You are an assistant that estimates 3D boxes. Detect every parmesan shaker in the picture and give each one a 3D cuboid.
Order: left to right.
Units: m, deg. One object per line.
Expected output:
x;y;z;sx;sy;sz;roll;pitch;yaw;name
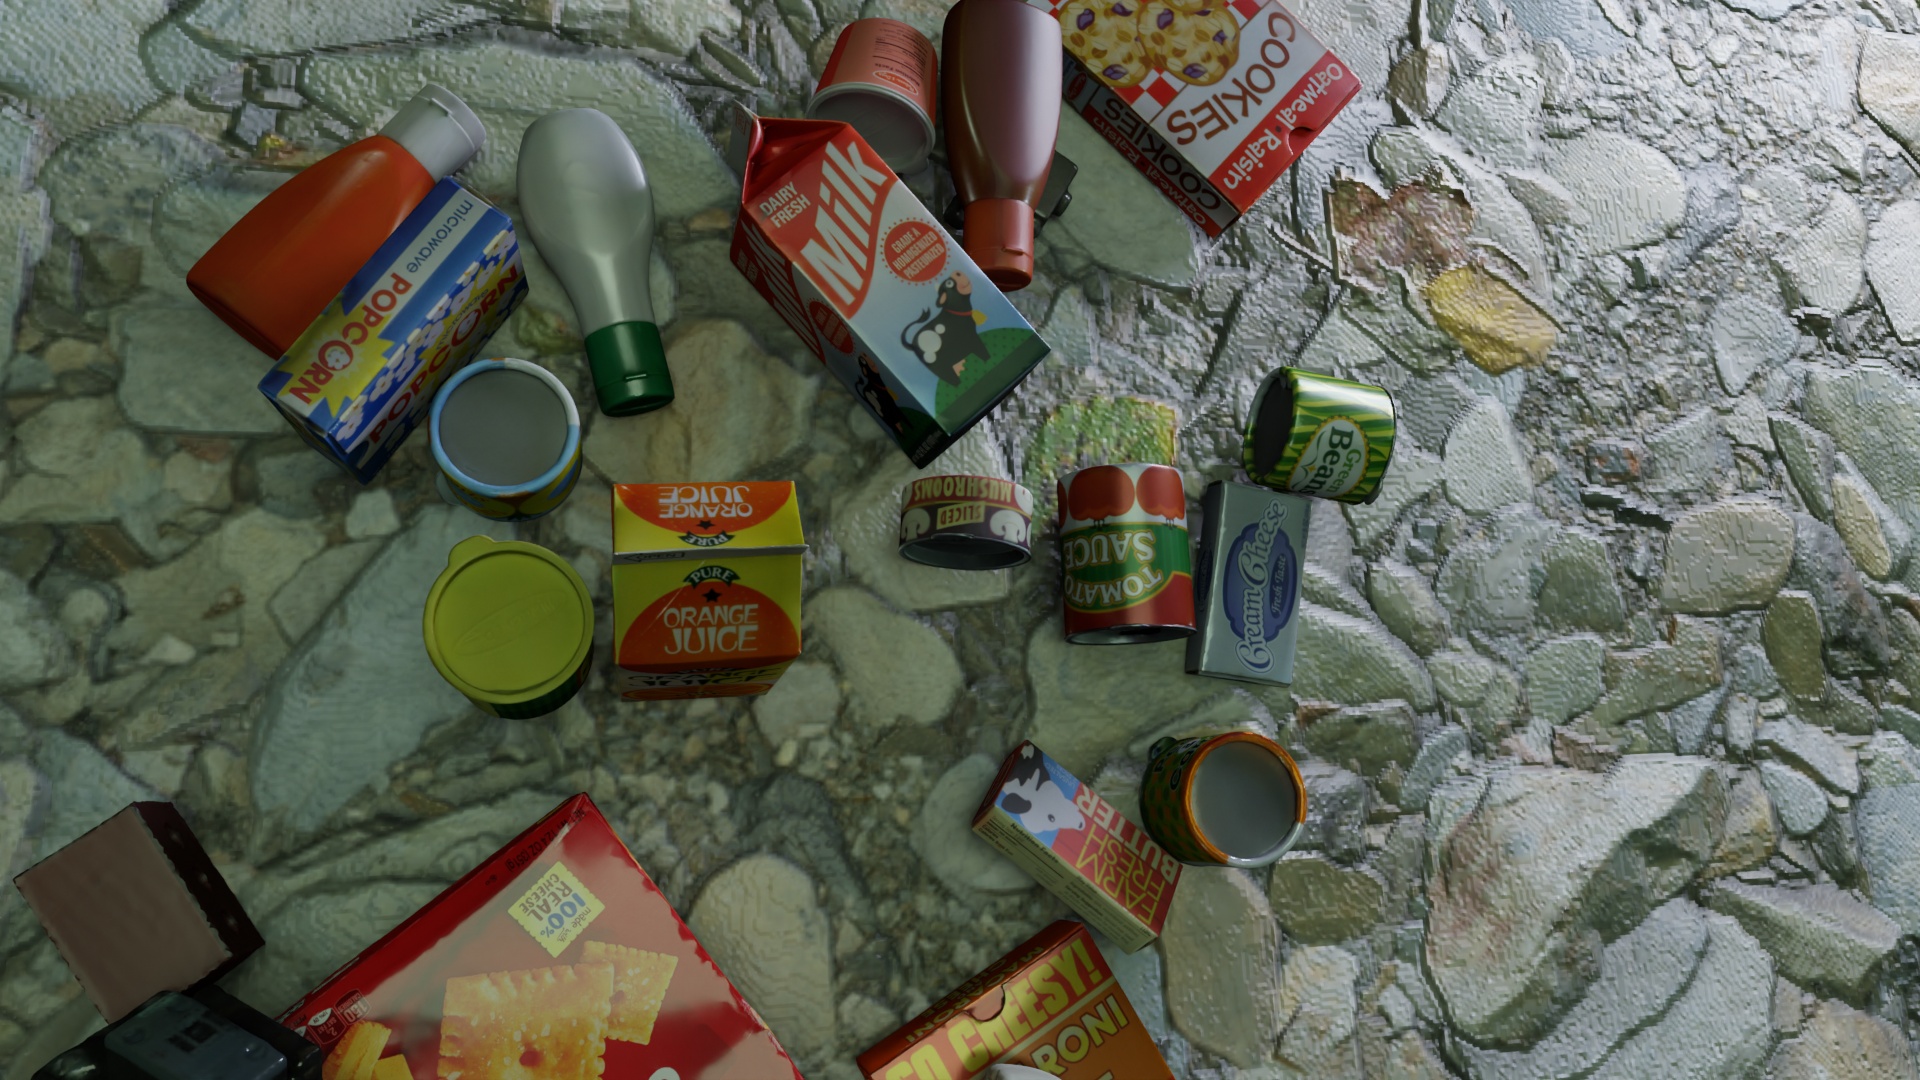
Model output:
-0.195;0.040;0.608;0.071;0.103;0.071;3;78;-14;parmesan shaker

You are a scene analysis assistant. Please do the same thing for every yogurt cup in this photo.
-0.043;-0.234;0.727;0.072;0.072;0.054;14;67;-11;yogurt cup

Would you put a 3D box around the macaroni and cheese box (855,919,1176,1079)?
0.047;0.283;0.650;0.124;0.040;0.166;-30;87;-19;macaroni and cheese box

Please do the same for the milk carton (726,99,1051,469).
-0.051;-0.135;0.698;0.074;0.072;0.190;-42;90;-18;milk carton

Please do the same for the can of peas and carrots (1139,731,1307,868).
0.129;0.128;0.695;0.071;0.058;0.071;3;78;-14;can of peas and carrots

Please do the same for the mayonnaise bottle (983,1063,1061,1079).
0.074;0.284;0.614;0.148;0.041;0.065;23;75;-11;mayonnaise bottle

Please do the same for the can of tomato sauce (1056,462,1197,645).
0.082;0.008;0.703;0.071;0.071;0.083;0;78;-14;can of tomato sauce

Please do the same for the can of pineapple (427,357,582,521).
-0.212;-0.045;0.646;0.071;0.057;0.071;3;78;-13;can of pineapple

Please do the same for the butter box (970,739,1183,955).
0.058;0.149;0.678;0.103;0.024;0.053;39;38;-3;butter box

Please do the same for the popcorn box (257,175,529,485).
-0.252;-0.094;0.632;0.038;0.085;0.127;35;73;-4;popcorn box

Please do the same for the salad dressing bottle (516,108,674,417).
-0.176;-0.135;0.683;0.064;0.044;0.147;-13;83;-18;salad dressing bottle

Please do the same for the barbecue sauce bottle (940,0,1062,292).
0.021;-0.205;0.722;0.065;0.043;0.149;7;77;-24;barbecue sauce bottle

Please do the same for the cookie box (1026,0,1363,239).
0.128;-0.272;0.789;0.167;0.040;0.123;43;72;-2;cookie box

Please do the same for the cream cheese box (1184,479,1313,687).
0.153;0.023;0.736;0.053;0.024;0.104;10;82;-12;cream cheese box

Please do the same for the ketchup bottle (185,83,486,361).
-0.288;-0.154;0.658;0.065;0.043;0.149;38;72;-5;ketchup bottle

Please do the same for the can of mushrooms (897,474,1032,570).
0.002;-0.009;0.686;0.071;0.071;0.033;7;75;-13;can of mushrooms

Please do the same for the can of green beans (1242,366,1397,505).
0.191;-0.056;0.745;0.058;0.071;0.071;10;76;-11;can of green beans

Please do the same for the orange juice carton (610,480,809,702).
-0.109;0.023;0.587;0.072;0.192;0.073;-1;78;-13;orange juice carton
